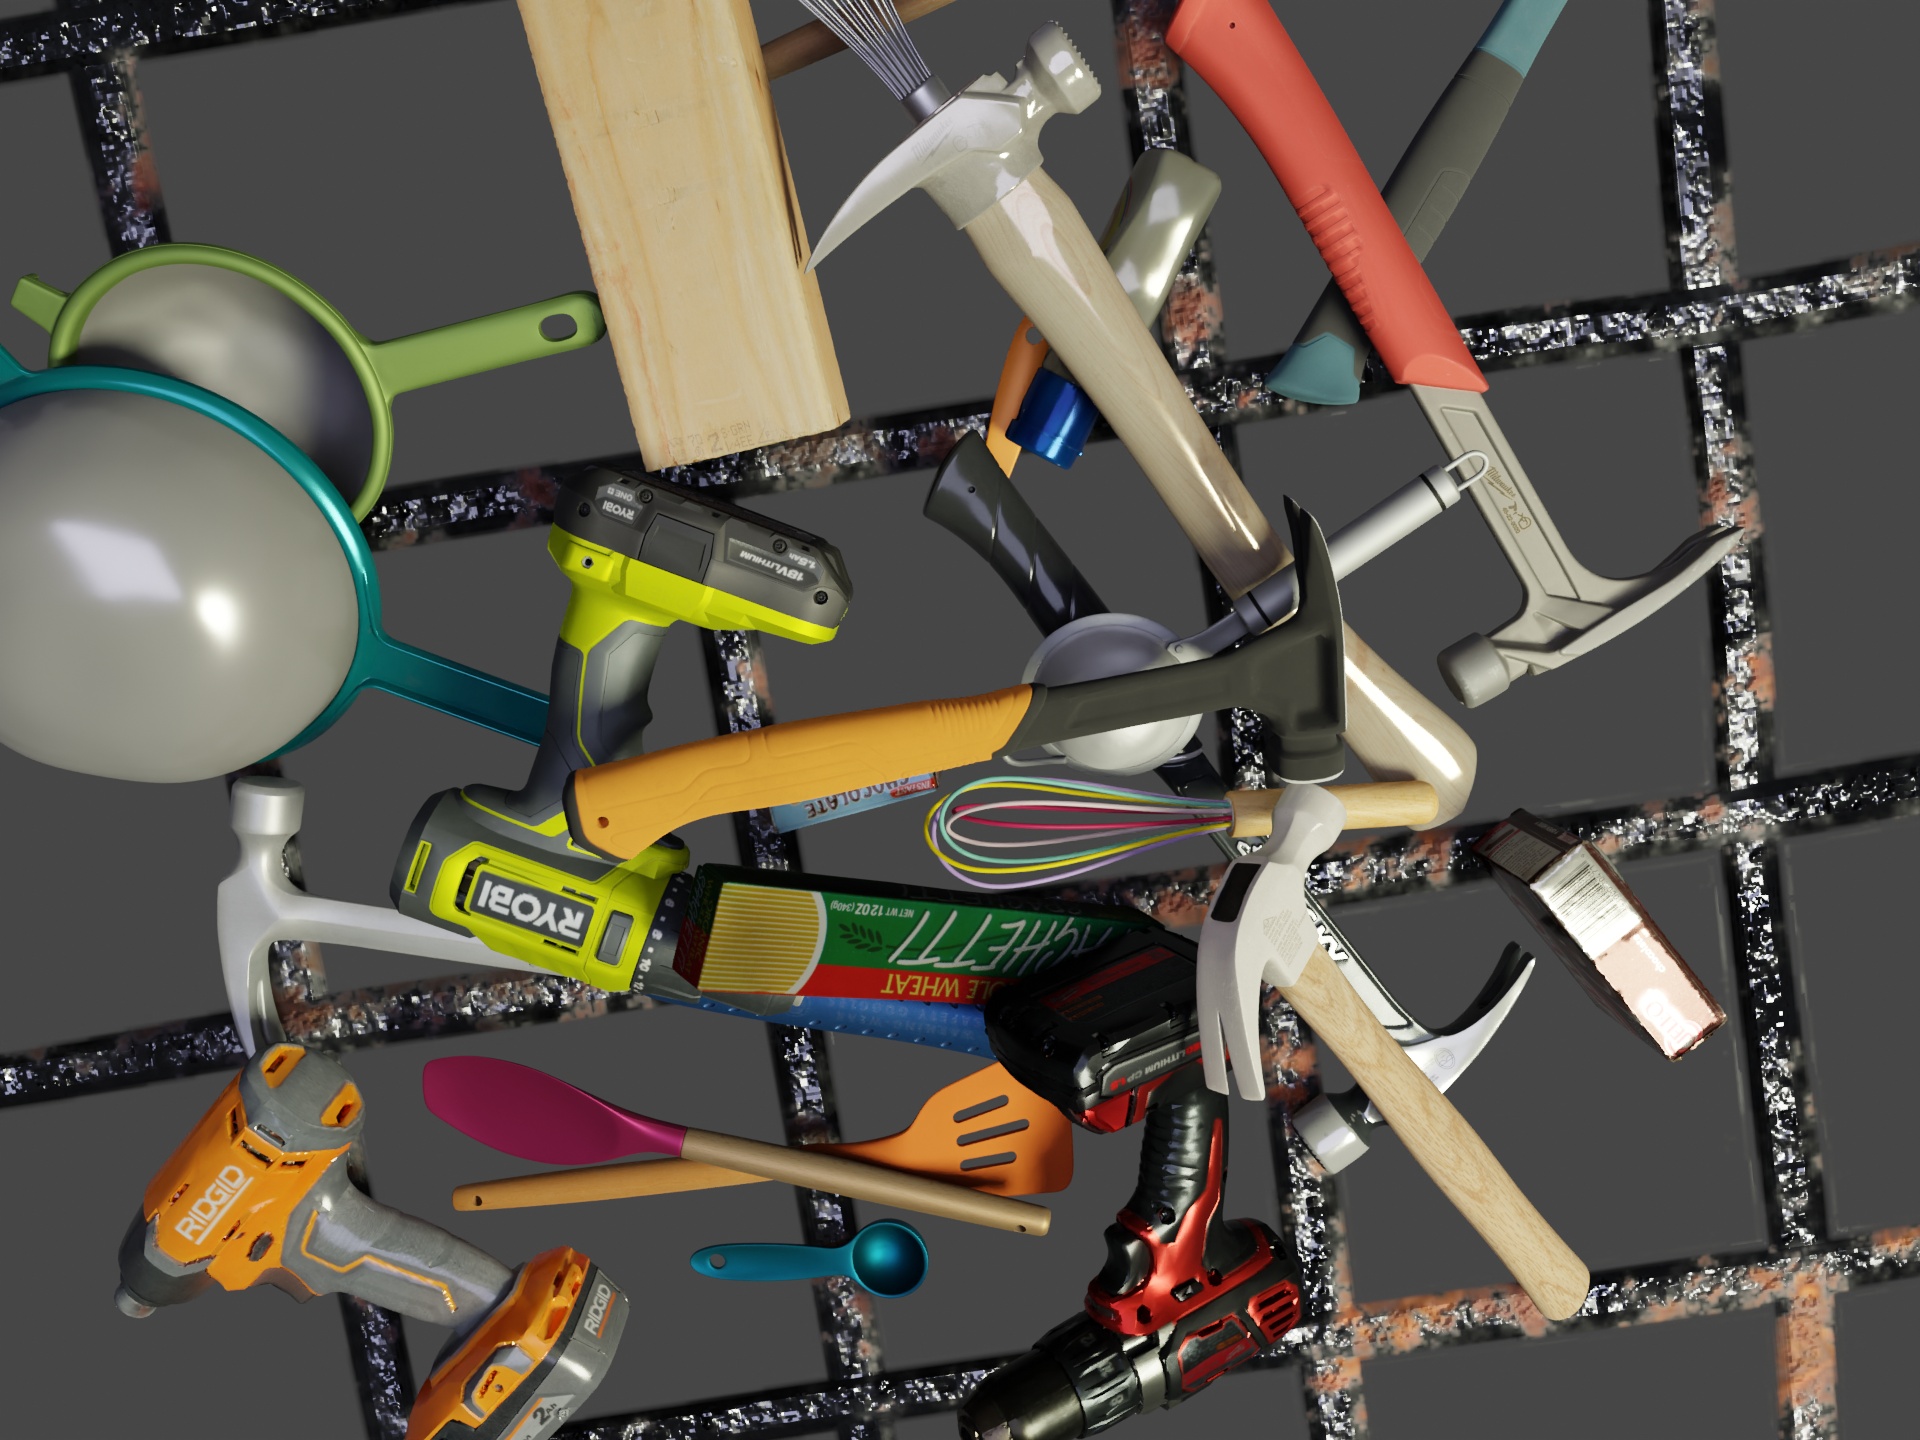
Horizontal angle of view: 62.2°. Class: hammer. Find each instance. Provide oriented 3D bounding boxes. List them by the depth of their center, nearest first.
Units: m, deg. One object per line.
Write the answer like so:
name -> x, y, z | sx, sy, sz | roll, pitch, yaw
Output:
hammer -> -0.001, -0.002, 0.674 | 0.337, 0.034, 0.127 | -12, 116, -4
hammer -> 0.210, -0.190, 0.727 | 0.149, 0.037, 0.359 | -32, 98, 3
hammer -> 0.105, -0.099, 0.733 | 0.146, 0.038, 0.410 | -35, 108, 15
hammer -> 0.246, -0.294, 0.747 | 0.128, 0.033, 0.331 | 29, 97, -4
hammer -> 0.214, 0.186, 0.754 | 0.331, 0.031, 0.130 | 49, 62, -25
hammer -> 0.121, 0.028, 0.782 | 0.149, 0.036, 0.409 | -38, 97, 3
hammer -> -0.171, 0.129, 0.801 | 0.405, 0.035, 0.144 | 9, 97, 0

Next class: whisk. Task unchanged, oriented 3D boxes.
whisk -> -0.035, -0.306, 0.719 | 0.070, 0.070, 0.284 | -38, 109, 5
whisk -> 0.104, 0.042, 0.748 | 0.245, 0.047, 0.051 | -3, 109, -6

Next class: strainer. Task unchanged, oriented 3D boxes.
strainer -> 0.125, -0.044, 0.718 | 0.258, 0.050, 0.086 | -35, 111, 13
strainer -> -0.321, -0.023, 0.728 | 0.340, 0.095, 0.211 | 20, 119, -12
strainer -> -0.283, -0.166, 0.738 | 0.256, 0.069, 0.151 | -13, 121, 5

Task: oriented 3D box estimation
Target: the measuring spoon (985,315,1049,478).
measuring spoon -> 0.024, -0.145, 0.777 | 0.021, 0.011, 0.117 | 16, 98, -2

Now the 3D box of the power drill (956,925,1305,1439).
power drill -> 0.071, 0.232, 0.752 | 0.188, 0.080, 0.226 | -18, 110, -26

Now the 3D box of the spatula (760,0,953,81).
spatula -> 0.016, -0.355, 0.747 | 0.316, 0.018, 0.059 | -22, 109, 3

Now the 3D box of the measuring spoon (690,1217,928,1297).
measuring spoon -> -0.078, 0.279, 0.835 | 0.128, 0.021, 0.042 | -4, 98, 10

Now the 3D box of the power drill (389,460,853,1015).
power drill -> -0.132, 0.016, 0.721 | 0.190, 0.080, 0.228 | 20, 98, -5

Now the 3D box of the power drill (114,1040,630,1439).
power drill -> -0.299, 0.283, 0.789 | 0.226, 0.084, 0.164 | 40, 103, -10

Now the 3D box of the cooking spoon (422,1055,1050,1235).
cooking spoon -> -0.112, 0.215, 0.790 | 0.319, 0.017, 0.068 | 12, 124, 1

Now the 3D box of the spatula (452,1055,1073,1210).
spatula -> -0.103, 0.227, 0.823 | 0.322, 0.041, 0.081 | -8, 96, 5
